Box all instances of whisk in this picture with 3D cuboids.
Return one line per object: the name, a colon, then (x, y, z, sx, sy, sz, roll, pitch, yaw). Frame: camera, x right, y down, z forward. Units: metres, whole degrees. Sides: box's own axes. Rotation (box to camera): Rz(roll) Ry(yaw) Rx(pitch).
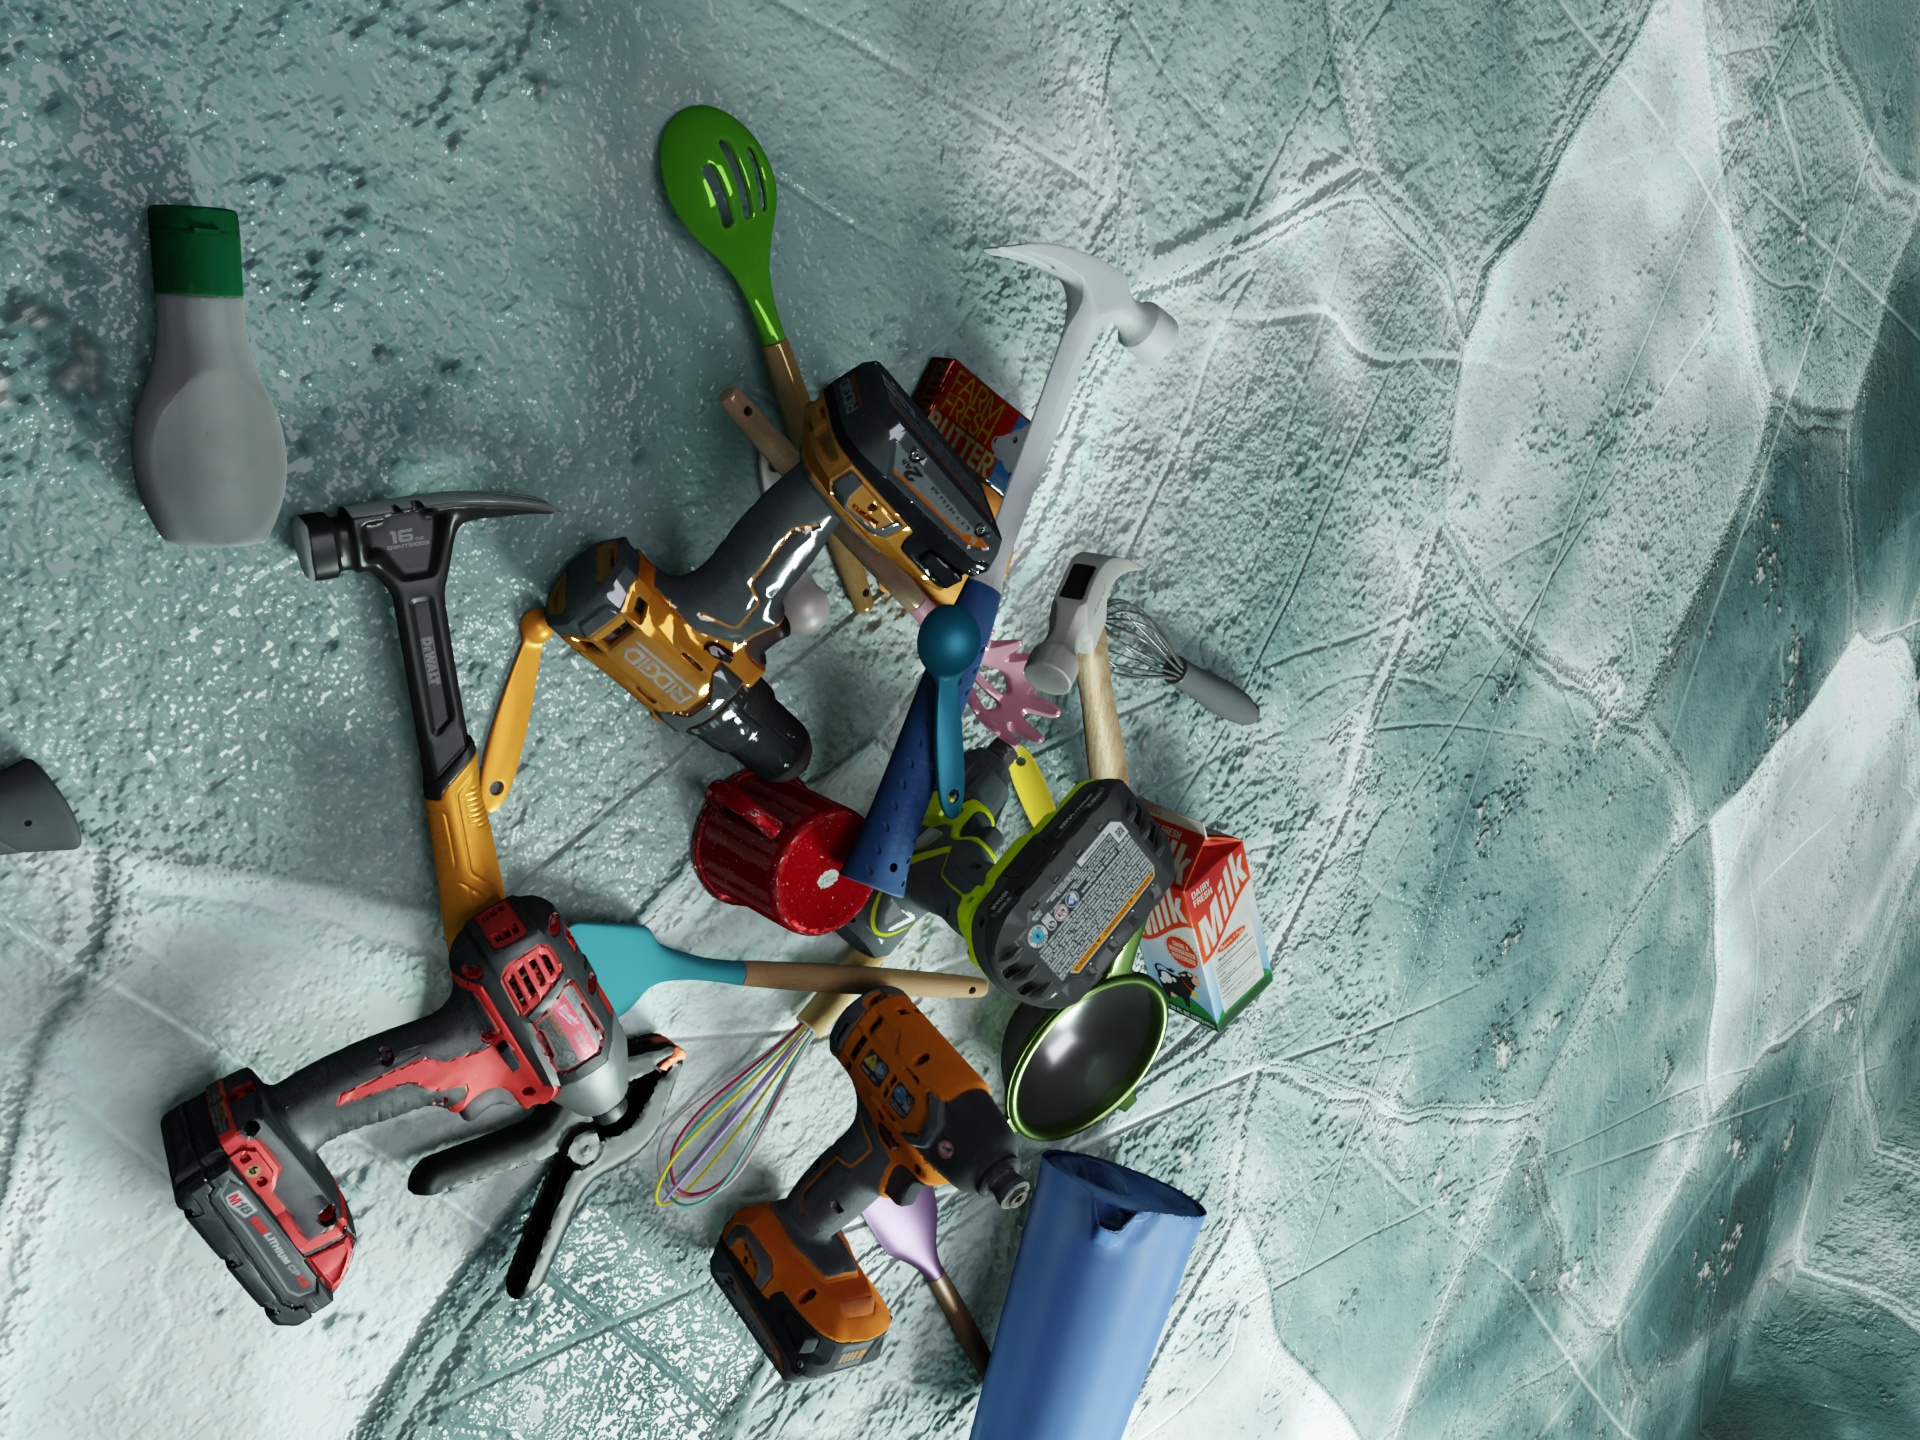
whisk: (0.165, -0.036, 1.201, 0.238, 0.055, 0.055, 24, 87, -47)
whisk: (-0.113, 0.217, 1.037, 0.245, 0.051, 0.047, -49, 124, -23)

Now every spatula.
spatula: (-0.010, 0.435, 1.214, 0.060, 0.018, 0.315, -40, 125, -27)
spatula: (-0.111, 0.167, 1.000, 0.317, 0.044, 0.082, 9, 102, -32)

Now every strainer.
strainer: (0.092, 0.188, 1.169, 0.151, 0.069, 0.256, -3, 118, -39)

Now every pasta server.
pasta server: (-0.037, -0.087, 0.952, 0.315, 0.040, 0.060, 46, 70, -39)

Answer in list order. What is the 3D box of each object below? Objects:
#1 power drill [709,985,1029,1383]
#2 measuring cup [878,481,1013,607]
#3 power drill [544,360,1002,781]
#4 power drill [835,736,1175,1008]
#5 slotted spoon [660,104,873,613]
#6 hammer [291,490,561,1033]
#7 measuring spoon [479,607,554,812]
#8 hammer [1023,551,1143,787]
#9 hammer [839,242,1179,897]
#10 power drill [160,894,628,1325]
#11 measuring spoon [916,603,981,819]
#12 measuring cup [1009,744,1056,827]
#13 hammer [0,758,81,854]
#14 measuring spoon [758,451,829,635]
power drill: (-0.053, 0.305, 1.003, 0.084, 0.164, 0.226, 10, 115, -50)
measuring cup: (-0.026, -0.140, 0.991, 0.095, 0.052, 0.173, -51, 132, -18)
power drill: (-0.087, -0.068, 0.884, 0.226, 0.084, 0.185, -34, 127, 14)
power drill: (0.021, 0.085, 0.988, 0.171, 0.223, 0.080, -48, 117, -18)
slotted spoon: (-0.099, -0.198, 0.927, 0.070, 0.031, 0.313, -39, 128, -31)
hammer: (-0.261, 0.045, 0.849, 0.127, 0.034, 0.336, -14, 114, -29)
measuring spoon: (-0.242, -0.004, 0.871, 0.021, 0.011, 0.117, 12, 95, -43)
hammer: (0.098, 0.009, 1.089, 0.331, 0.031, 0.130, 74, 34, -54)
hammer: (0.013, -0.093, 0.954, 0.144, 0.035, 0.405, 25, 82, -40)
power drill: (-0.281, 0.202, 0.830, 0.219, 0.079, 0.143, -32, 121, -19)
measuring spoon: (-0.001, -0.003, 0.921, 0.042, 0.021, 0.128, -12, 106, -37)
measuring cup: (0.068, 0.081, 1.162, 0.062, 0.029, 0.156, -20, 108, 11)
hammer: (-0.559, 0.068, 0.597, 0.408, 0.036, 0.149, -9, 110, -40)
measuring spoon: (-0.100, -0.108, 0.959, 0.034, 0.018, 0.124, -28, 120, -32)
